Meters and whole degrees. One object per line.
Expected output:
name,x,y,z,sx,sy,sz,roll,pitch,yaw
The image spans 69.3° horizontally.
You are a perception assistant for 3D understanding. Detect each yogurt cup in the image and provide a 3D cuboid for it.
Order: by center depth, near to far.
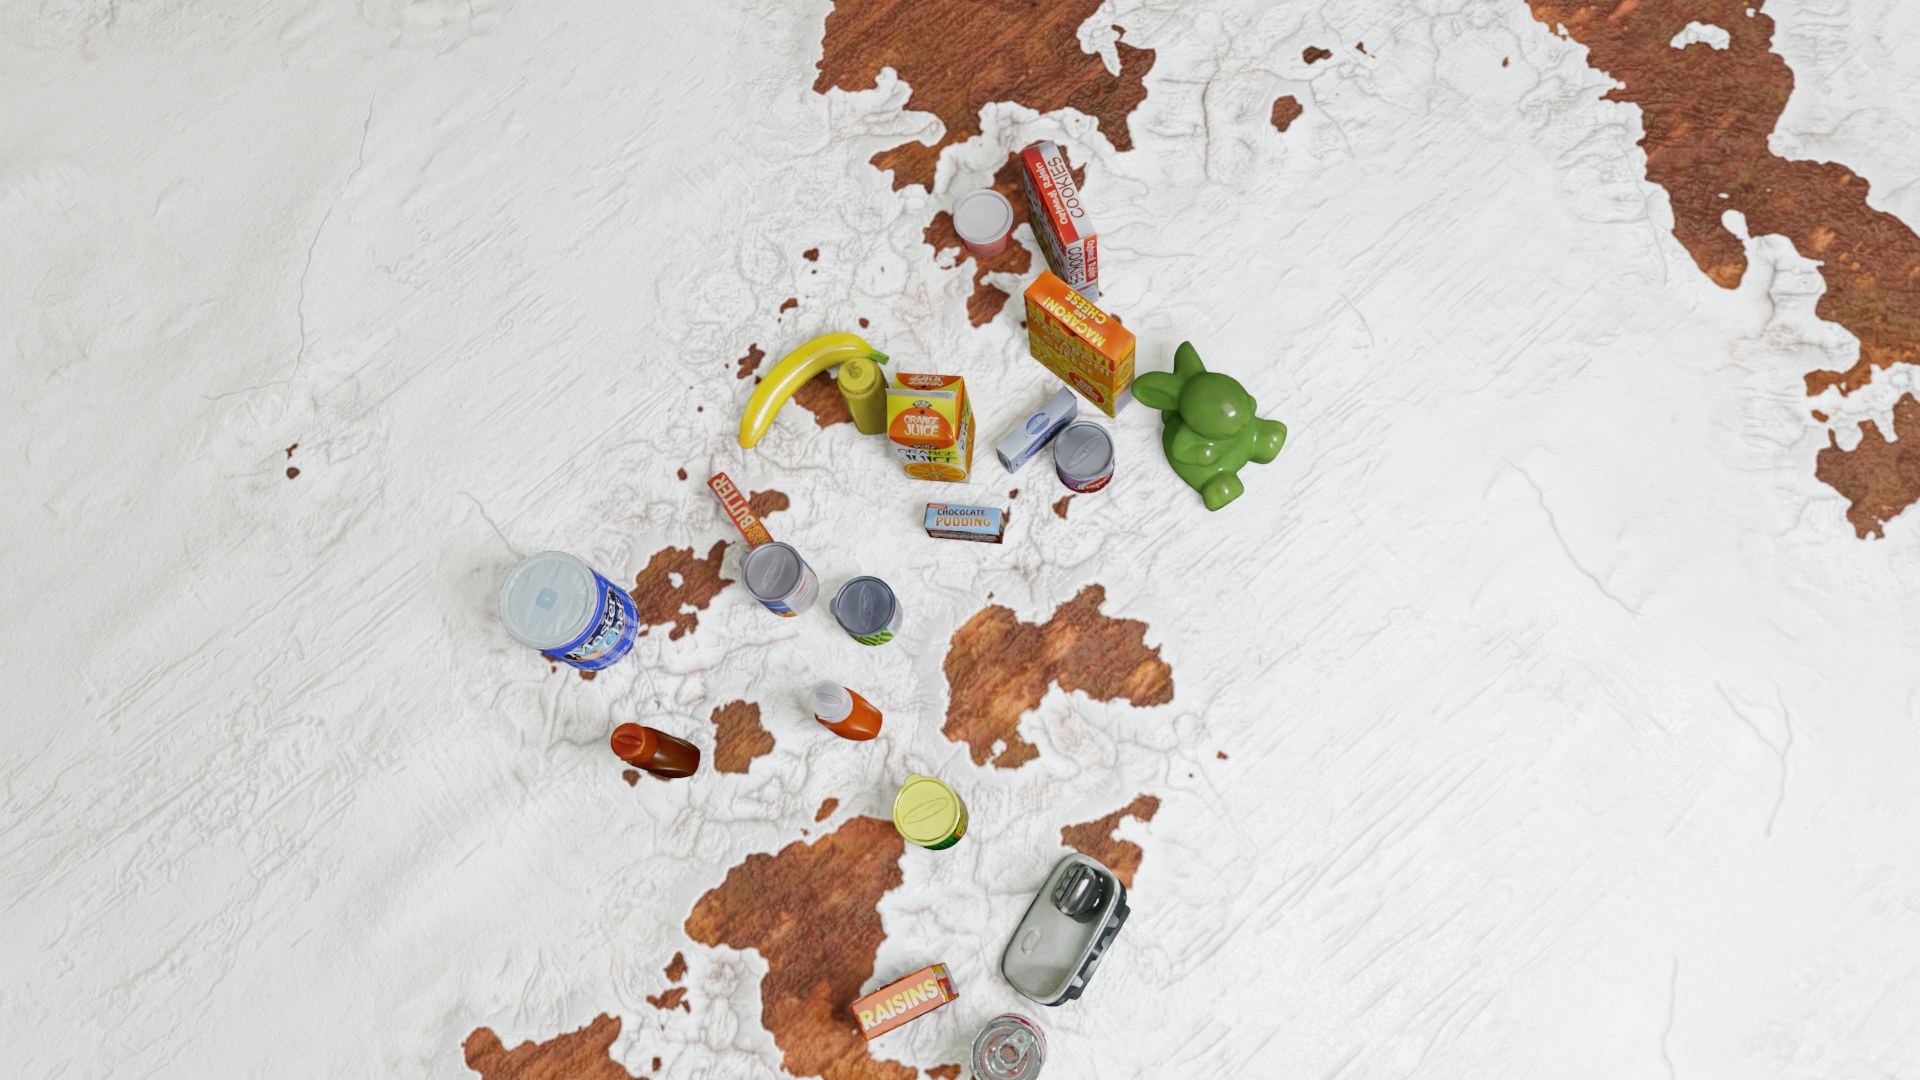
yogurt cup,0.028,-0.361,1.598,0.072,0.054,0.072,-2,74,6

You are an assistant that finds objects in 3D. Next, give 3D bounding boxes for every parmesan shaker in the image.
parmesan shaker,-0.029,0.273,1.398,0.071,0.103,0.071,-2,74,6

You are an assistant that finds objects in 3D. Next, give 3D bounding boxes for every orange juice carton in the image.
orange juice carton,-0.030,-0.123,1.464,0.072,0.192,0.073,5,75,8

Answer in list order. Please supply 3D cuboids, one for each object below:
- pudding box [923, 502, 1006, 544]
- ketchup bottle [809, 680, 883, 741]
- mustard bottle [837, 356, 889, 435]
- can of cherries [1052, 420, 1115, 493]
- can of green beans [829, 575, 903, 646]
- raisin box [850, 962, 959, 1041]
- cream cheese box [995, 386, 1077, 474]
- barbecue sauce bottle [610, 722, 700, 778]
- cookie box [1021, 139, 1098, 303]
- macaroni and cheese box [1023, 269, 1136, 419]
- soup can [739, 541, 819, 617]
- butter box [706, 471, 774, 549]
pudding box,0.005,-0.019,1.505,0.084,0.049,0.030,6,75,8
ketchup bottle,-0.121,0.173,1.412,0.065,0.148,0.043,13,77,10
mustard bottle,-0.104,-0.164,1.501,0.049,0.160,0.065,-12,74,3
can of cherries,0.136,-0.087,1.506,0.071,0.058,0.071,-2,74,6
can of green beans,-0.097,0.076,1.485,0.071,0.057,0.071,-2,74,6
raisin box,-0.051,0.443,1.341,0.086,0.123,0.040,-25,74,-1
cream cheese box,0.085,-0.120,1.524,0.104,0.053,0.024,-42,74,-6
barbecue sauce bottle,-0.316,0.215,1.422,0.065,0.148,0.044,10,76,9
cookie box,0.110,-0.342,1.525,0.040,0.167,0.123,-22,73,0
macaroni and cheese box,0.128,-0.206,1.485,0.124,0.166,0.040,40,82,15
soup can,-0.194,0.042,1.492,0.071,0.083,0.071,-2,74,6
butter box,-0.238,-0.025,1.531,0.024,0.053,0.103,-35,74,-4
